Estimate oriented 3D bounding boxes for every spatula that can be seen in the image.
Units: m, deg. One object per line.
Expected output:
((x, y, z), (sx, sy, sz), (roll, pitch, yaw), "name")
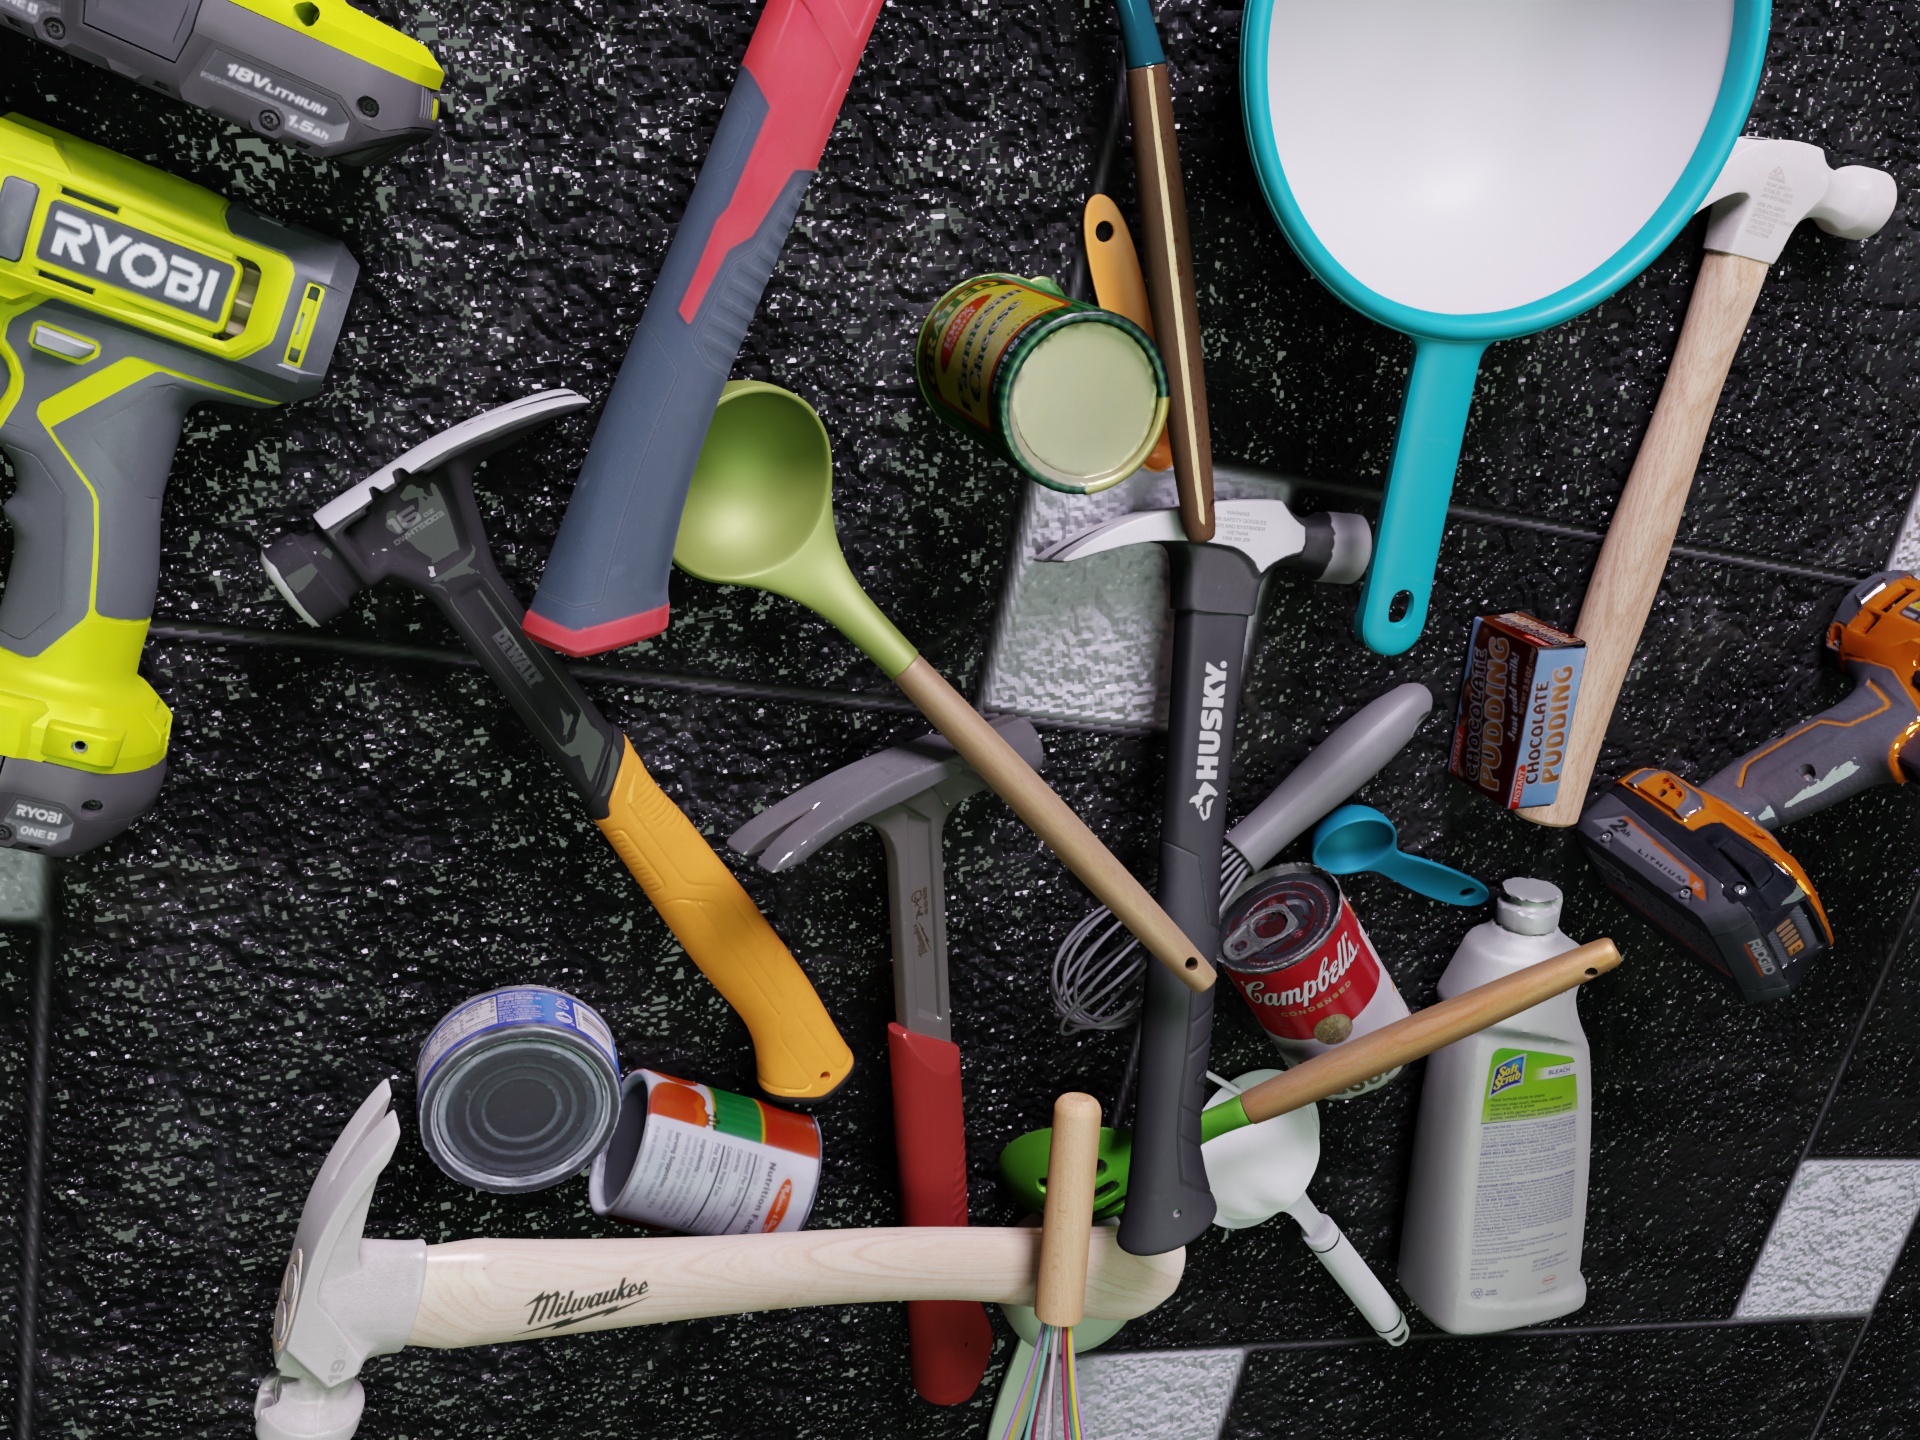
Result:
((0.082, -0.221, 0.600), (0.082, 0.044, 0.317), (-36, 123, -51), "spatula")

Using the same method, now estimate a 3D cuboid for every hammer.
((-0.075, -0.208, 0.532), (0.143, 0.038, 0.386), (22, 91, -24), "hammer")
((0.095, 0.069, 0.697), (0.146, 0.035, 0.335), (3, 95, -18), "hammer")
((-0.022, 0.179, 0.725), (0.149, 0.037, 0.358), (-24, 123, -37), "hammer")
((-0.066, 0.225, 0.672), (0.410, 0.038, 0.146), (10, 110, -32), "hammer")
((-0.125, 0.033, 0.648), (0.127, 0.034, 0.336), (-37, 121, -13), "hammer")
((0.326, -0.104, 0.753), (0.130, 0.031, 0.331), (6, 109, -21), "hammer")

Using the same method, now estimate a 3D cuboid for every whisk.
((0.133, 0.064, 0.749), (0.239, 0.055, 0.055), (-41, 118, -5), "whisk")
((0.046, 0.286, 0.707), (0.051, 0.047, 0.245), (1, 97, -33), "whisk")

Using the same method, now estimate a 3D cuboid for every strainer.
((0.193, 0.271, 0.856), (0.087, 0.050, 0.258), (-45, 122, -14), "strainer")
((0.183, -0.199, 0.632), (0.211, 0.095, 0.340), (-1, 113, -15), "strainer")

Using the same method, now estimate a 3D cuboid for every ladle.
((-0.001, -0.002, 0.626), (0.078, 0.062, 0.320), (-45, 102, -8), "ladle")

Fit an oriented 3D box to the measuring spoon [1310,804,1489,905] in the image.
((0.222, 0.068, 0.797), (0.128, 0.021, 0.042), (22, 127, -34), "measuring spoon")

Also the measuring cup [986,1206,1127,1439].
((0.045, 0.331, 0.827), (0.083, 0.038, 0.167), (9, 106, -22), "measuring cup")

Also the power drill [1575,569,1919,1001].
((0.438, 0.031, 0.772), (0.226, 0.164, 0.084), (-39, 118, 2), "power drill")

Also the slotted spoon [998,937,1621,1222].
((0.156, 0.171, 0.746), (0.314, 0.031, 0.070), (-28, 119, 17), "slotted spoon")

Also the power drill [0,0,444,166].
((-0.180, -0.290, 0.469), (0.190, 0.080, 0.228), (20, 104, -16), "power drill")

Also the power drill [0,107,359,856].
((-0.317, -0.081, 0.521), (0.171, 0.080, 0.223), (18, 101, -25), "power drill")

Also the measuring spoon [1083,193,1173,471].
((0.069, -0.159, 0.657), (0.021, 0.011, 0.116), (-21, 113, -8), "measuring spoon")
